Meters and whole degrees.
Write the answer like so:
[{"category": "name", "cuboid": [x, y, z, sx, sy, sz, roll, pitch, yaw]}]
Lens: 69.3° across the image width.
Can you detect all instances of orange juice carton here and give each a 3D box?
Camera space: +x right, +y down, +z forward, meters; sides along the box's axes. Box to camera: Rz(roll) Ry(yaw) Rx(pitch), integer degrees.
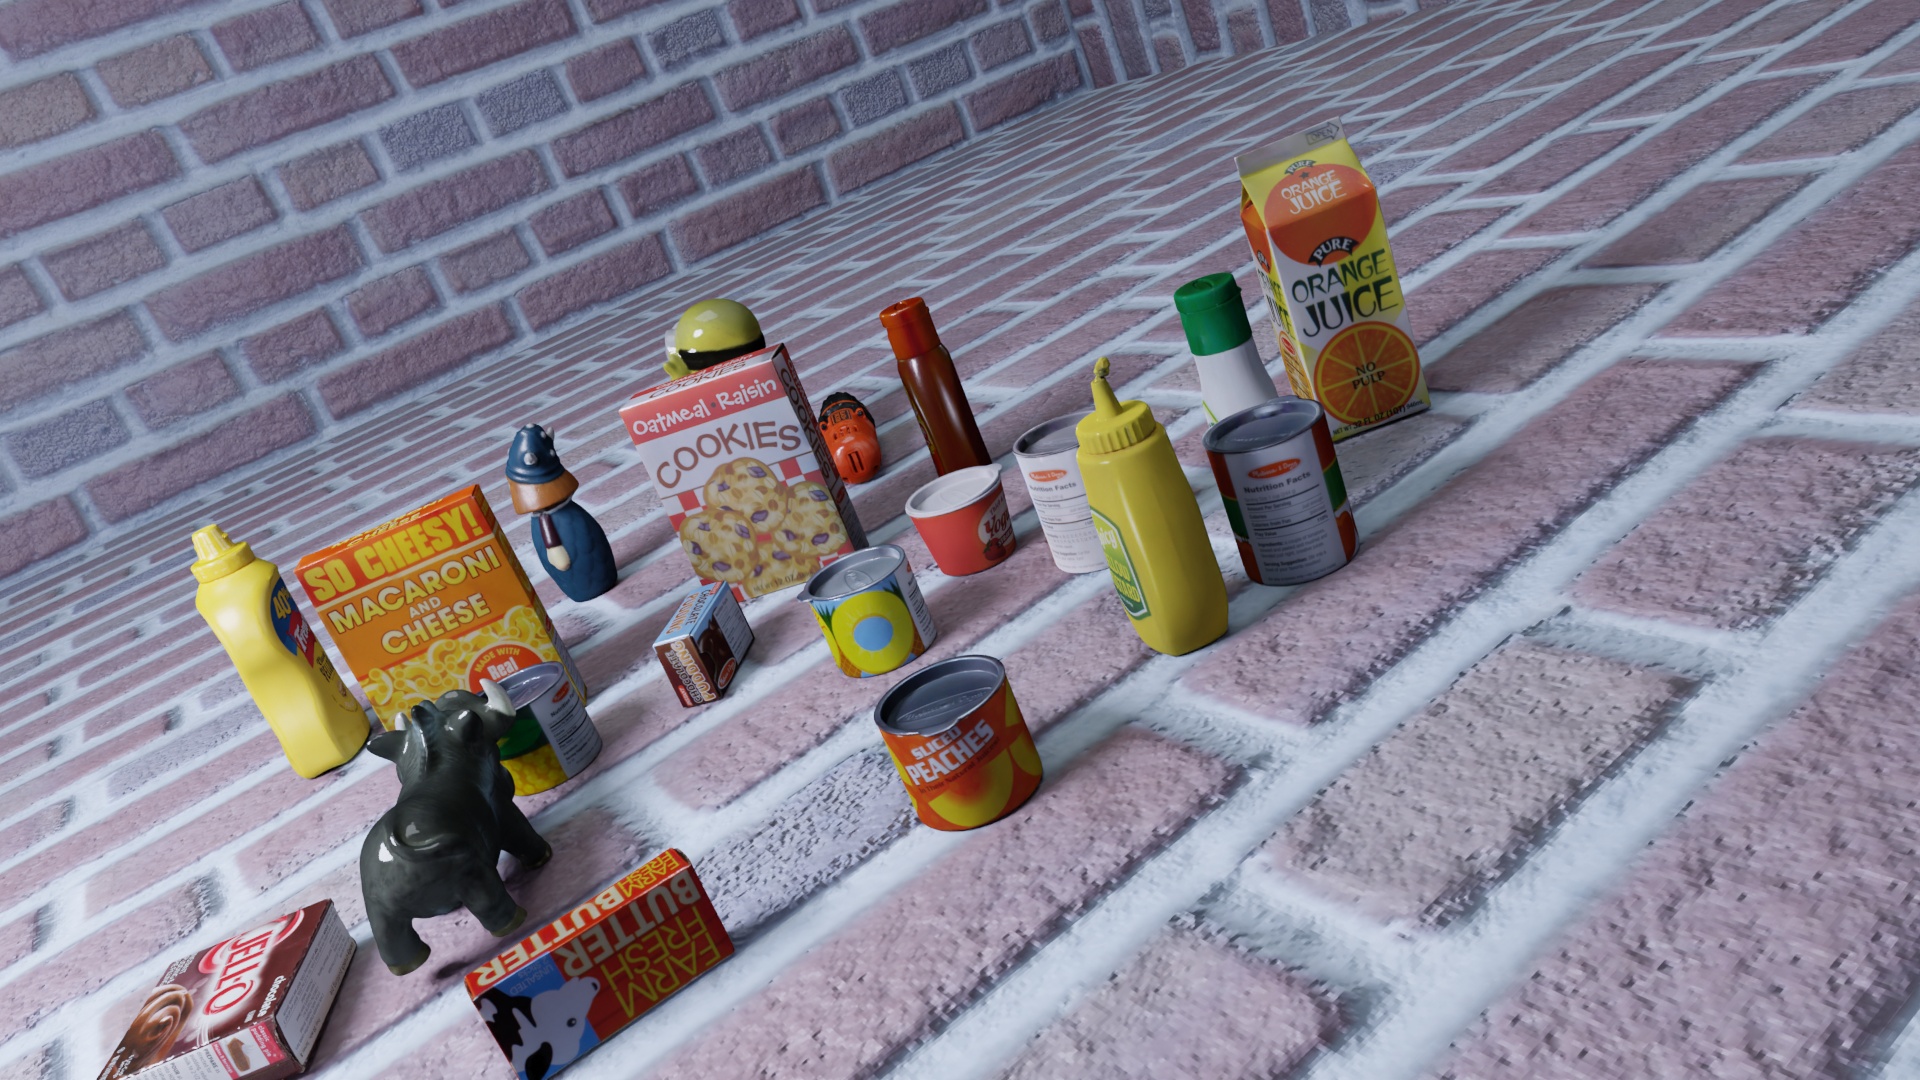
[{"category": "orange juice carton", "cuboid": [0.236, -0.168, 0.896, 0.072, 0.192, 0.073, -20, 20, 5]}]

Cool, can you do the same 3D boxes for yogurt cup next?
[{"category": "yogurt cup", "cuboid": [0.003, -0.012, 0.933, 0.072, 0.053, 0.072, -19, 20, 7]}]

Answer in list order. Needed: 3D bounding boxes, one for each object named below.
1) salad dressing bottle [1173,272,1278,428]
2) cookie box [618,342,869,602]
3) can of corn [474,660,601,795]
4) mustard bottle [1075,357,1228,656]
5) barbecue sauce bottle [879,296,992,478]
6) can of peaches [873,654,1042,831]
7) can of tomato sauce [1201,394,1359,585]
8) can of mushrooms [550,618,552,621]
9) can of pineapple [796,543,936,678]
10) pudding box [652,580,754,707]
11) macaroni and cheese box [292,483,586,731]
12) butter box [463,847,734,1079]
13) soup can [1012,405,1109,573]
[{"category": "salad dressing bottle", "cuboid": [0.164, -0.083, 0.819, 0.044, 0.147, 0.064, -21, 20, 2]}, {"category": "cookie box", "cuboid": [-0.155, -0.045, 1.009, 0.123, 0.167, 0.040, -17, 21, 13]}, {"category": "can of corn", "cuboid": [-0.269, 0.118, 0.870, 0.071, 0.058, 0.071, -19, 20, 7]}, {"category": "mustard bottle", "cuboid": [0.092, -0.020, 0.714, 0.049, 0.159, 0.065, -25, 20, -10]}, {"category": "barbecue sauce bottle", "cuboid": [-0.019, -0.113, 1.074, 0.044, 0.148, 0.065, -21, 20, 3]}, {"category": "can of peaches", "cuboid": [0.000, 0.097, 0.659, 0.071, 0.058, 0.071, -19, 20, 7]}, {"category": "can of tomato sauce", "cuboid": [0.176, -0.028, 0.761, 0.071, 0.083, 0.071, -19, 20, 7]}, {"category": "can of mushrooms", "cuboid": [-0.332, 0.089, 1.041, 0.071, 0.033, 0.071, -19, 21, 7]}, {"category": "can of pineapple", "cuboid": [-0.056, 0.043, 0.848, 0.071, 0.057, 0.071, -19, 20, 7]}, {"category": "pudding box", "cuboid": [-0.167, 0.066, 0.912, 0.030, 0.049, 0.084, -16, 21, 14]}, {"category": "macaroni and cheese box", "cuboid": [-0.344, 0.062, 0.931, 0.124, 0.166, 0.040, -24, 20, -8]}, {"category": "butter box", "cuboid": [-0.154, 0.184, 0.601, 0.104, 0.053, 0.024, -30, 22, -23]}, {"category": "soup can", "cuboid": [0.079, -0.032, 0.868, 0.071, 0.083, 0.071, -19, 20, 7]}]
